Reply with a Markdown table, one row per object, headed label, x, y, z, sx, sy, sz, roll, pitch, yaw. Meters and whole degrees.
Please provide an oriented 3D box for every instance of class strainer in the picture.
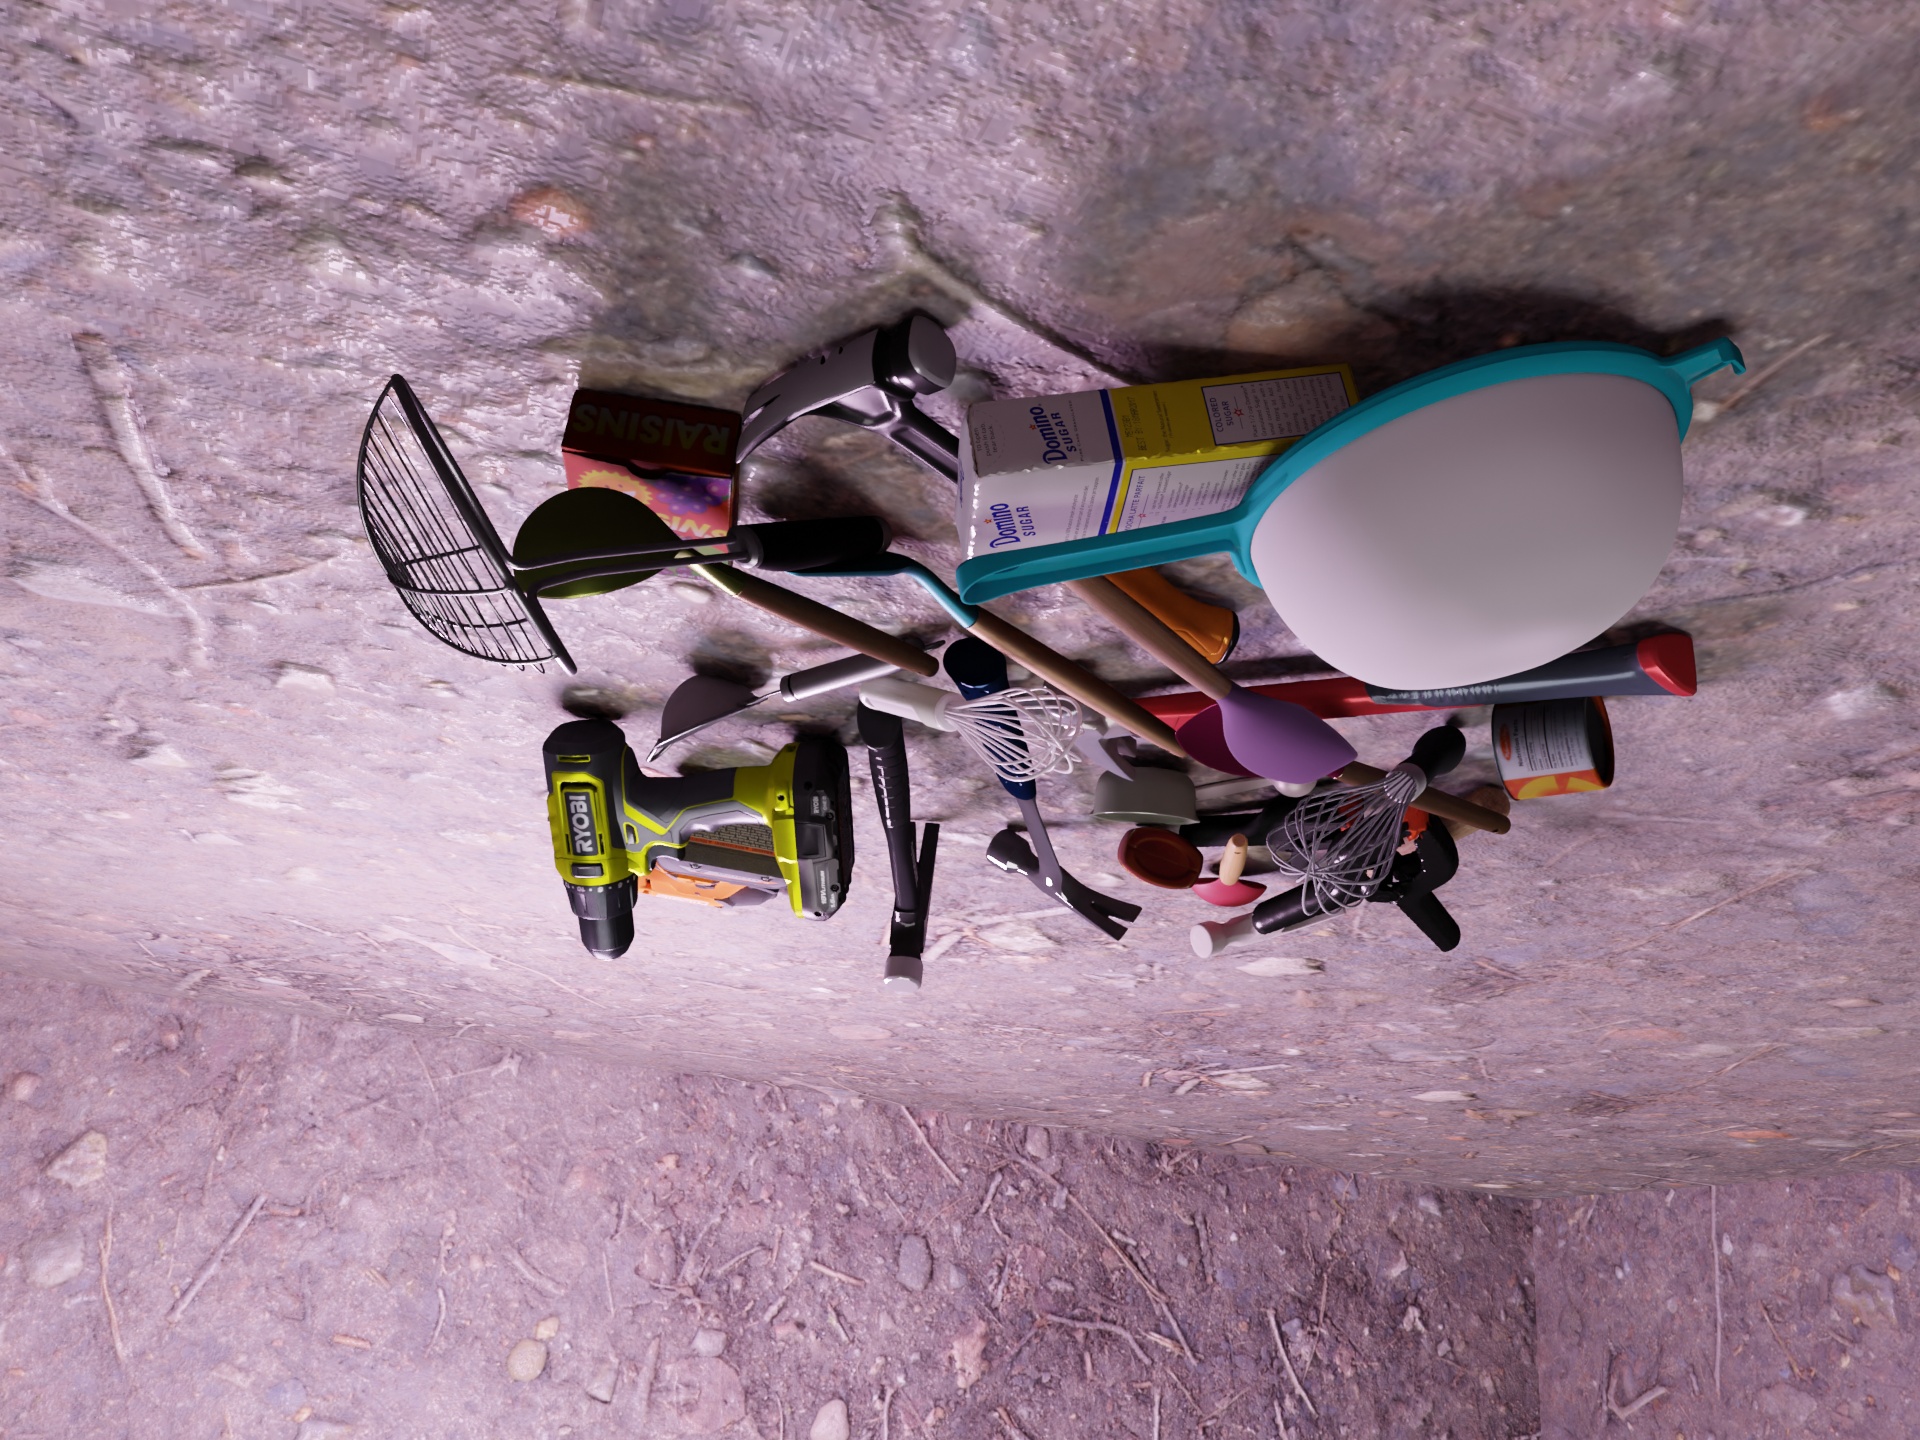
| label | x | y | z | sx | sy | sz | roll | pitch | yaw |
| --- | --- | --- | --- | --- | --- | --- | --- | --- | --- |
| strainer | -0.119 | -0.022 | 1.071 | 0.258 | 0.050 | 0.087 | -15 | -173 | 28 |
| strainer | 0.172 | -0.060 | 0.710 | 0.340 | 0.095 | 0.210 | -11 | 158 | -6 |

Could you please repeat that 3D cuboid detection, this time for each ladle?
| label | x | y | z | sx | sy | sz | roll | pitch | yaw |
| --- | --- | --- | --- | --- | --- | --- | --- | --- | --- |
| ladle | 0.219 | 0.122 | 1.285 | 0.069 | 0.031 | 0.315 | 2 | 167 | 8 |
| ladle | -0.109 | -0.056 | 0.868 | 0.078 | 0.062 | 0.320 | 15 | 177 | 36 |

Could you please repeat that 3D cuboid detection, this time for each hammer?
| label | x | y | z | sx | sy | sz | roll | pitch | yaw |
| --- | --- | --- | --- | --- | --- | --- | --- | --- | --- |
| hammer | 0.039 | -0.100 | 0.844 | 0.127 | 0.034 | 0.336 | -14 | 151 | 39 |
| hammer | 0.255 | -0.010 | 1.010 | 0.386 | 0.038 | 0.143 | -5 | 157 | 25 |
| hammer | 0.325 | 0.124 | 1.296 | 0.130 | 0.031 | 0.331 | -9 | 161 | -29 |
| hammer | 0.052 | 0.056 | 1.177 | 0.144 | 0.035 | 0.405 | 31 | 163 | 24 |
| hammer | -0.048 | 0.074 | 1.221 | 0.035 | 0.146 | 0.334 | 3 | 147 | 5 |

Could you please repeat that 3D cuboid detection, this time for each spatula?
| label | x | y | z | sx | sy | sz | roll | pitch | yaw |
| --- | --- | --- | --- | --- | --- | --- | --- | --- | --- |
| spatula | 0.019 | -0.040 | 0.937 | 0.317 | 0.044 | 0.082 | 29 | -177 | -30 |
| spatula | 0.133 | -0.028 | 0.907 | 0.060 | 0.018 | 0.315 | -30 | 138 | 27 |

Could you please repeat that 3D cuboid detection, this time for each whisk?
| label | x | y | z | sx | sy | sz | roll | pitch | yaw |
| --- | --- | --- | --- | --- | --- | --- | --- | --- | --- |
| whisk | 0.260 | 0.046 | 0.964 | 0.070 | 0.070 | 0.284 | -11 | -171 | 35 |
| whisk | -0.002 | -0.003 | 0.974 | 0.057 | 0.059 | 0.246 | 42 | 167 | -28 |

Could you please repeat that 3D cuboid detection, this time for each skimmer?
| label | x | y | z | sx | sy | sz | roll | pitch | yaw |
| --- | --- | --- | --- | --- | --- | --- | --- | --- | --- |
| skimmer | -0.116 | -0.090 | 0.710 | 0.090 | 0.127 | 0.363 | -38 | 169 | 30 |

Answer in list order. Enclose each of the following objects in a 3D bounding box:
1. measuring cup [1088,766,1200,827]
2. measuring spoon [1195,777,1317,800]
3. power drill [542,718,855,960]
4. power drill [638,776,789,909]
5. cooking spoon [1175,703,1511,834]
| label | x | y | z | sx | sy | sz | roll | pitch | yaw |
| --- | --- | --- | --- | --- | --- | --- | --- | --- | --- |
| measuring cup | 0.145 | 0.062 | 1.232 | 0.083 | 0.038 | 0.167 | 3 | 173 | 10 |
| measuring spoon | 0.215 | 0.056 | 1.208 | 0.124 | 0.018 | 0.034 | -14 | 151 | 42 |
| power drill | -0.200 | 0.096 | 1.219 | 0.228 | 0.190 | 0.080 | 0 | -159 | 5 |
| power drill | -0.205 | 0.118 | 1.392 | 0.164 | 0.084 | 0.226 | 12 | 162 | -17 |
| cooking spoon | 0.265 | 0.036 | 1.052 | 0.318 | 0.017 | 0.068 | 18 | 139 | -34 |
